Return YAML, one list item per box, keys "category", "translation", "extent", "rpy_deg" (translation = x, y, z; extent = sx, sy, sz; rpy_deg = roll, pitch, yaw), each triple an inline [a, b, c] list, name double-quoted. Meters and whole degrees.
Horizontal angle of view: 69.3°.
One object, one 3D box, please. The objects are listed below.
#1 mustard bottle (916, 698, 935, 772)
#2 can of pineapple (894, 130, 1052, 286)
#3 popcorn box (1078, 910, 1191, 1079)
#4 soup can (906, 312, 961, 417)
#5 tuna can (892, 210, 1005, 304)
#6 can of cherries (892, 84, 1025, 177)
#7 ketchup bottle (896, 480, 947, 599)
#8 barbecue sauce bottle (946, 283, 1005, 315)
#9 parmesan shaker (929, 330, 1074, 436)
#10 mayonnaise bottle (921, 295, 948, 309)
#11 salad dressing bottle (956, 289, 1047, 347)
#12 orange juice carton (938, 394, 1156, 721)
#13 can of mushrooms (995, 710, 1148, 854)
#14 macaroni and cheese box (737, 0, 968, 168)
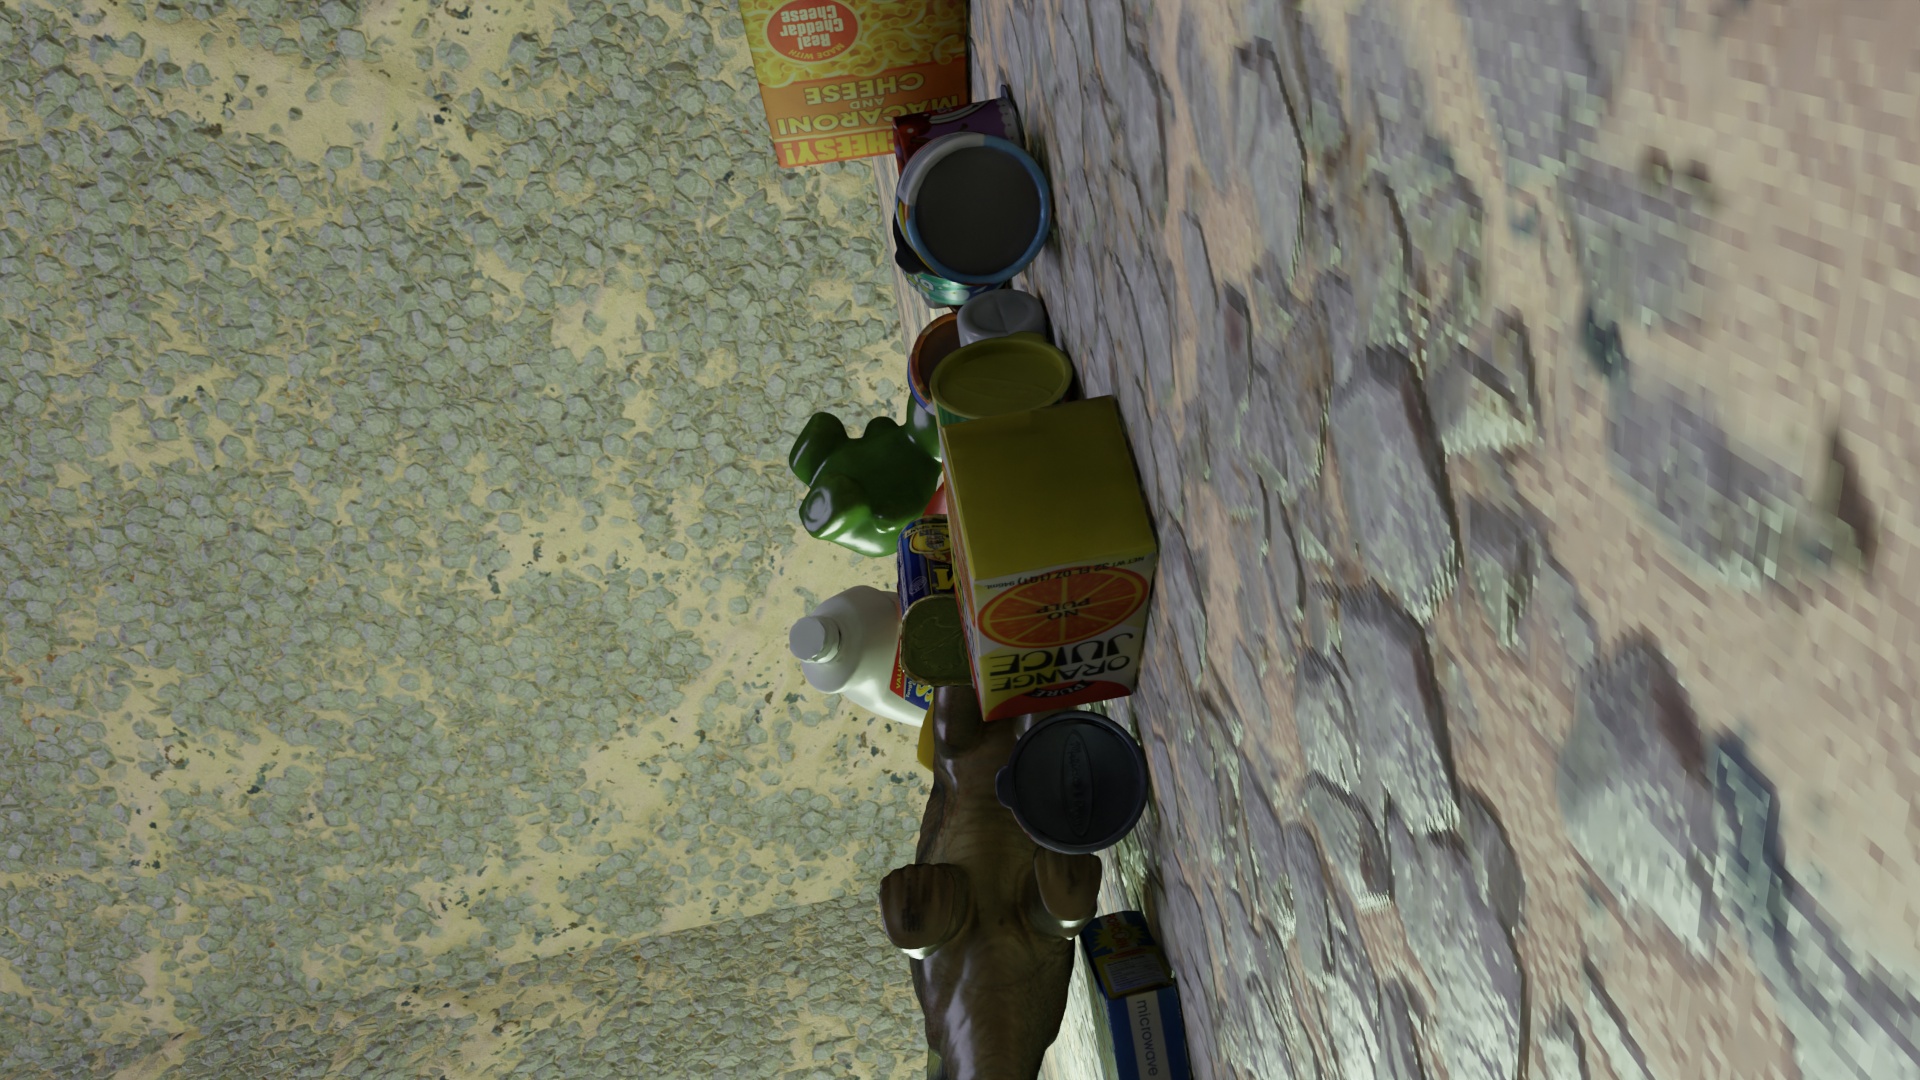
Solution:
- category: "mustard bottle"
  translation: [0.025, 0.082, 0.908]
  extent: [0.065, 0.049, 0.160]
  rpy_deg: [19, 84, 63]
- category: "can of pineapple"
  translation: [0.006, -0.150, 0.630]
  extent: [0.058, 0.071, 0.070]
  rpy_deg: [-110, 10, -72]
- category: "popcorn box"
  translation: [0.095, 0.273, 0.733]
  extent: [0.085, 0.038, 0.126]
  rpy_deg: [-121, 21, -79]
- category: "soup can"
  translation: [-0.001, -0.116, 0.911]
  extent: [0.084, 0.071, 0.071]
  rpy_deg: [-156, 55, -86]
- category: "tuna can"
  translation: [-0.004, -0.160, 0.744]
  extent: [0.032, 0.071, 0.071]
  rpy_deg: [83, 175, -72]
- category: "can of cherries"
  translation: [0.000, -0.184, 0.686]
  extent: [0.071, 0.058, 0.071]
  rpy_deg: [176, 83, -87]
- category: "ketchup bottle"
  translation: [0.003, -0.011, 0.908]
  extent: [0.065, 0.044, 0.148]
  rpy_deg: [46, 128, 36]
- category: "barbecue sauce bottle"
  translation: [-0.001, -0.181, 0.880]
  extent: [0.149, 0.044, 0.064]
  rpy_deg: [-109, 9, -74]
- category: "parmesan shaker"
  translation: [0.026, -0.040, 0.674]
  extent: [0.071, 0.071, 0.102]
  rpy_deg: [-104, 3, -49]
- category: "mayonnaise bottle"
  translation: [-0.013, -0.218, 1.038]
  extent: [0.148, 0.041, 0.065]
  rpy_deg: [130, 128, -85]
- category: "salad dressing bottle"
  translation: [0.029, -0.063, 0.746]
  extent: [0.064, 0.044, 0.146]
  rpy_deg: [-106, 5, -45]
- category: "orange juice carton"
  translation: [0.036, 0.023, 0.609]
  extent: [0.191, 0.072, 0.073]
  rpy_deg: [85, 174, -62]
- category: "can of mushrooms"
  translation: [0.052, 0.115, 0.659]
  extent: [0.033, 0.071, 0.071]
  rpy_deg: [85, 174, -76]
- category: "macaroni and cheese box"
  translation: [-0.059, -0.288, 0.808]
  extent: [0.166, 0.124, 0.040]
  rpy_deg: [87, 175, -71]
